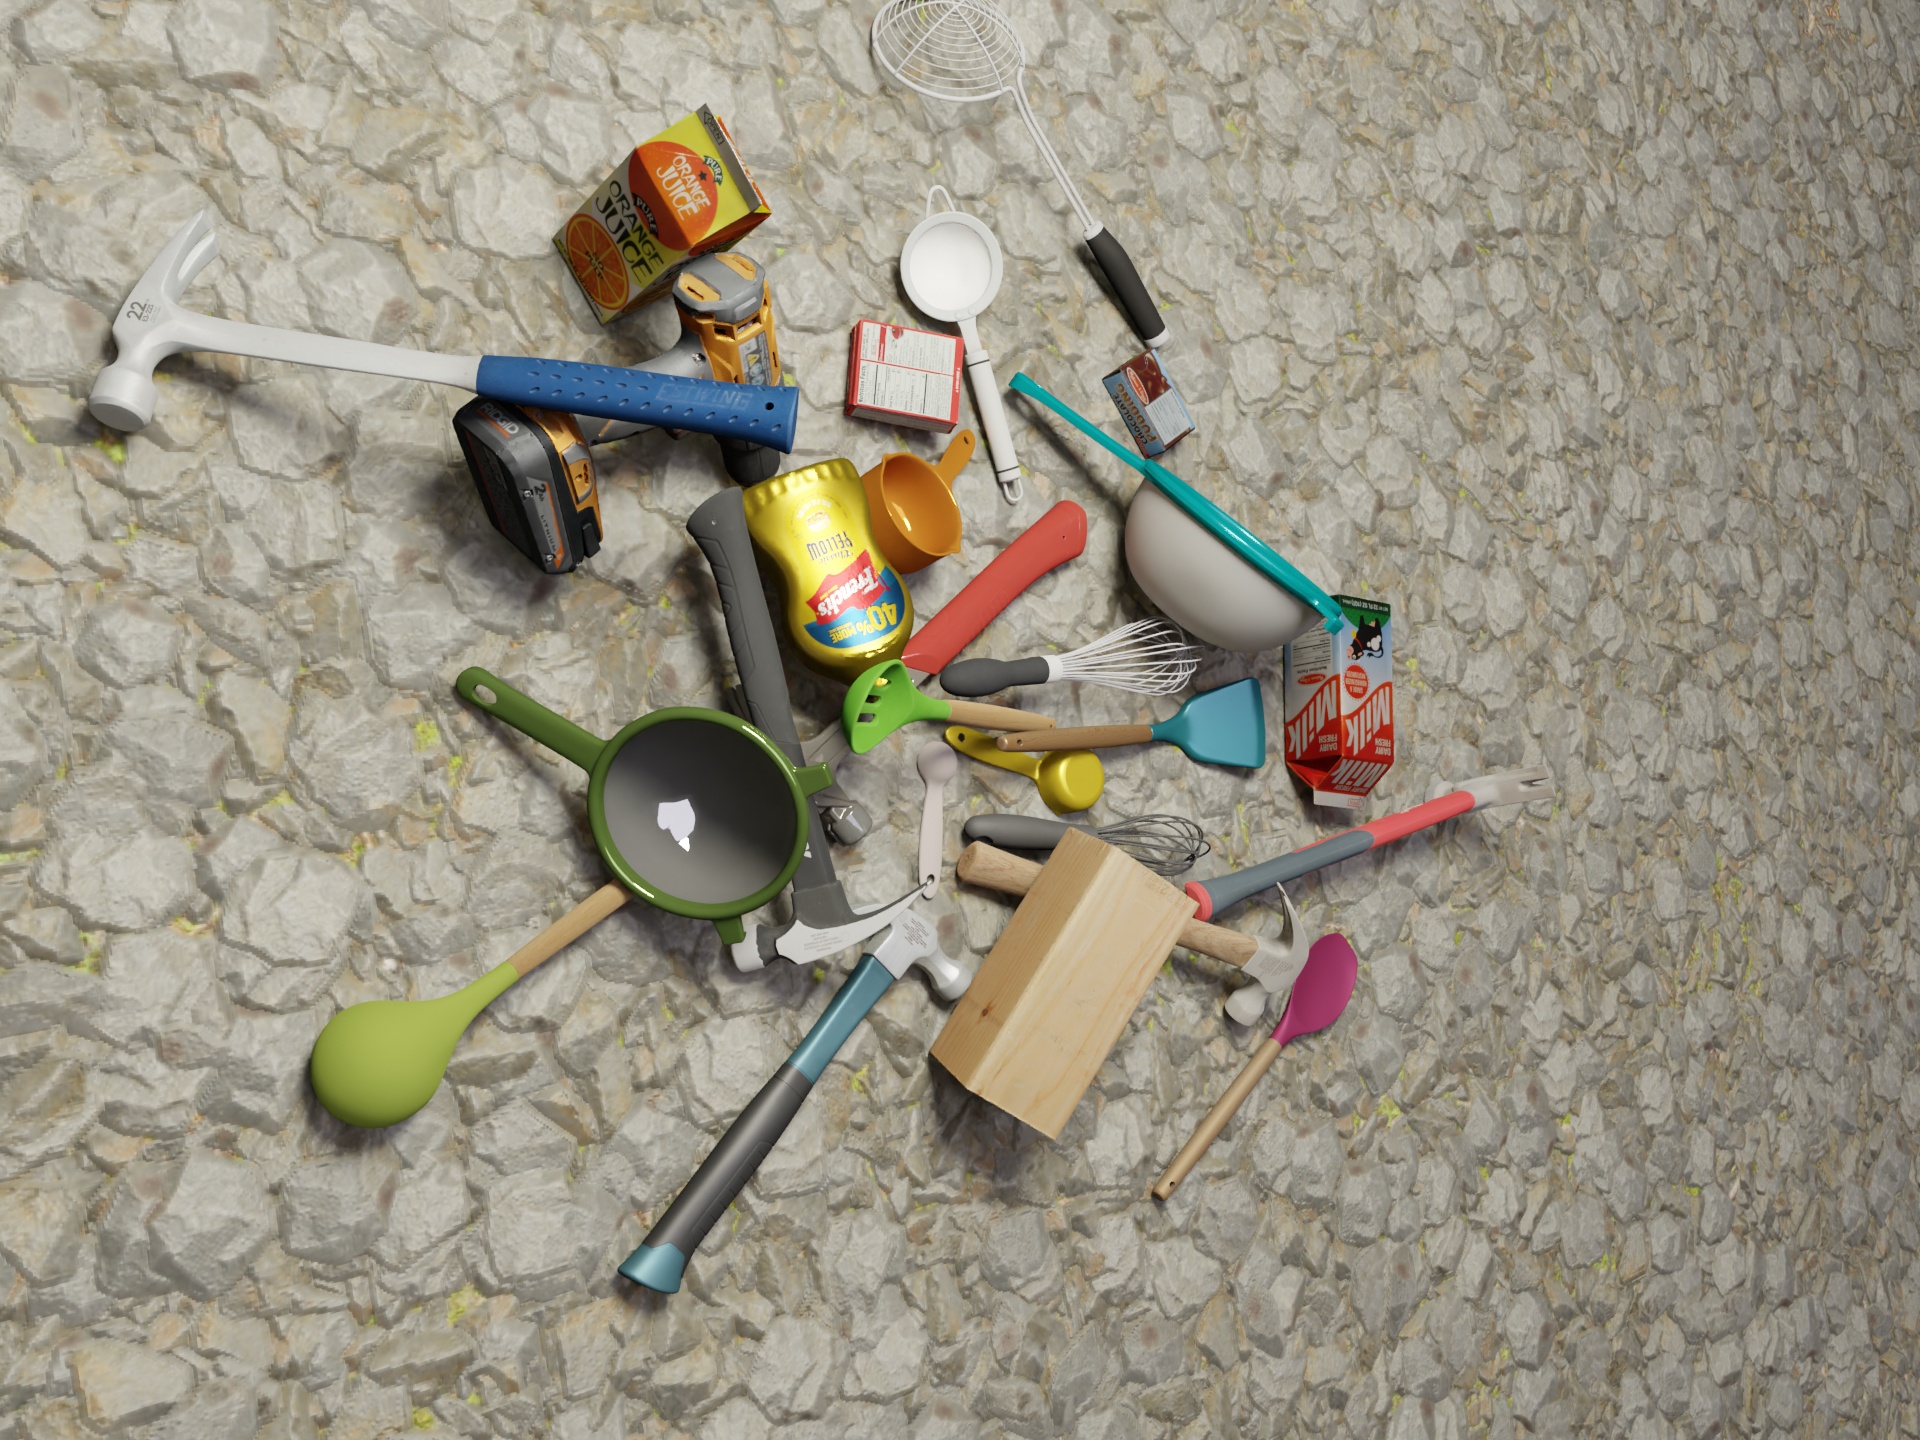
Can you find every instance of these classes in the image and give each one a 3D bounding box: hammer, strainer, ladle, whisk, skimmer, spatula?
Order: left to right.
[{"bbox_3d":[-0.301,-0.217,0.965,0.405,0.035,0.144,8,67,-3],"label":"hammer"},{"bbox_3d":[-0.280,0.151,1.048,0.320,0.062,0.078,-38,102,-39],"label":"ladle"},{"bbox_3d":[-0.215,0.027,1.070,0.256,0.151,0.069,30,20,-1],"label":"strainer"},{"bbox_3d":[-0.125,0.002,1.116,0.035,0.146,0.335,-24,100,-80],"label":"hammer"},{"bbox_3d":[-0.123,0.265,1.136,0.128,0.033,0.331,49,60,-20],"label":"hammer"},{"bbox_3d":[-0.021,-0.071,1.253,0.359,0.037,0.149,-46,109,-30],"label":"hammer"},{"bbox_3d":[0.009,-0.304,1.305,0.087,0.050,0.258,-19,101,-13],"label":"strainer"},{"bbox_3d":[0.062,-0.467,1.371,0.363,0.090,0.127,52,56,-29],"label":"skimmer"},{"bbox_3d":[0.093,-0.044,1.296,0.284,0.070,0.070,-8,88,-40],"label":"whisk"},{"bbox_3d":[0.107,0.097,1.311,0.238,0.055,0.055,7,79,-30],"label":"whisk"},{"bbox_3d":[0.148,0.010,1.334,0.317,0.044,0.082,-4,90,-46],"label":"spatula"},{"bbox_3d":[0.148,0.160,1.310,0.331,0.031,0.130,21,117,-24],"label":"hammer"},{"bbox_3d":[0.161,-0.160,1.347,0.340,0.211,0.095,35,104,-4],"label":"strainer"},{"bbox_3d":[0.365,0.109,1.441,0.386,0.143,0.038,-16,88,-31],"label":"hammer"}]

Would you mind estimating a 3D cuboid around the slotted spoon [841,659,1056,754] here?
[{"bbox_3d":[-0.002,-0.004,1.186,0.313,0.031,0.070,7,107,-61],"label":"slotted spoon"}]

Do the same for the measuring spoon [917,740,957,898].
[{"bbox_3d":[-0.018,0.077,1.244,0.034,0.018,0.124,10,79,-33],"label":"measuring spoon"}]

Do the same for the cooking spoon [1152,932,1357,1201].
[{"bbox_3d":[0.264,0.303,1.405,0.319,0.017,0.068,-43,106,-32],"label":"cooking spoon"}]

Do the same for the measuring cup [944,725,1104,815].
[{"bbox_3d":[0.055,0.033,1.292,0.156,0.029,0.062,22,71,-33],"label":"measuring cup"}]

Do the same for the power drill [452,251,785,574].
[{"bbox_3d":[-0.214,-0.192,1.084,0.226,0.185,0.084,-39,61,-23],"label":"power drill"}]

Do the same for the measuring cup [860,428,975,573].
[{"bbox_3d":[-0.033,-0.180,1.258,0.095,0.052,0.174,50,37,-17],"label":"measuring cup"}]
